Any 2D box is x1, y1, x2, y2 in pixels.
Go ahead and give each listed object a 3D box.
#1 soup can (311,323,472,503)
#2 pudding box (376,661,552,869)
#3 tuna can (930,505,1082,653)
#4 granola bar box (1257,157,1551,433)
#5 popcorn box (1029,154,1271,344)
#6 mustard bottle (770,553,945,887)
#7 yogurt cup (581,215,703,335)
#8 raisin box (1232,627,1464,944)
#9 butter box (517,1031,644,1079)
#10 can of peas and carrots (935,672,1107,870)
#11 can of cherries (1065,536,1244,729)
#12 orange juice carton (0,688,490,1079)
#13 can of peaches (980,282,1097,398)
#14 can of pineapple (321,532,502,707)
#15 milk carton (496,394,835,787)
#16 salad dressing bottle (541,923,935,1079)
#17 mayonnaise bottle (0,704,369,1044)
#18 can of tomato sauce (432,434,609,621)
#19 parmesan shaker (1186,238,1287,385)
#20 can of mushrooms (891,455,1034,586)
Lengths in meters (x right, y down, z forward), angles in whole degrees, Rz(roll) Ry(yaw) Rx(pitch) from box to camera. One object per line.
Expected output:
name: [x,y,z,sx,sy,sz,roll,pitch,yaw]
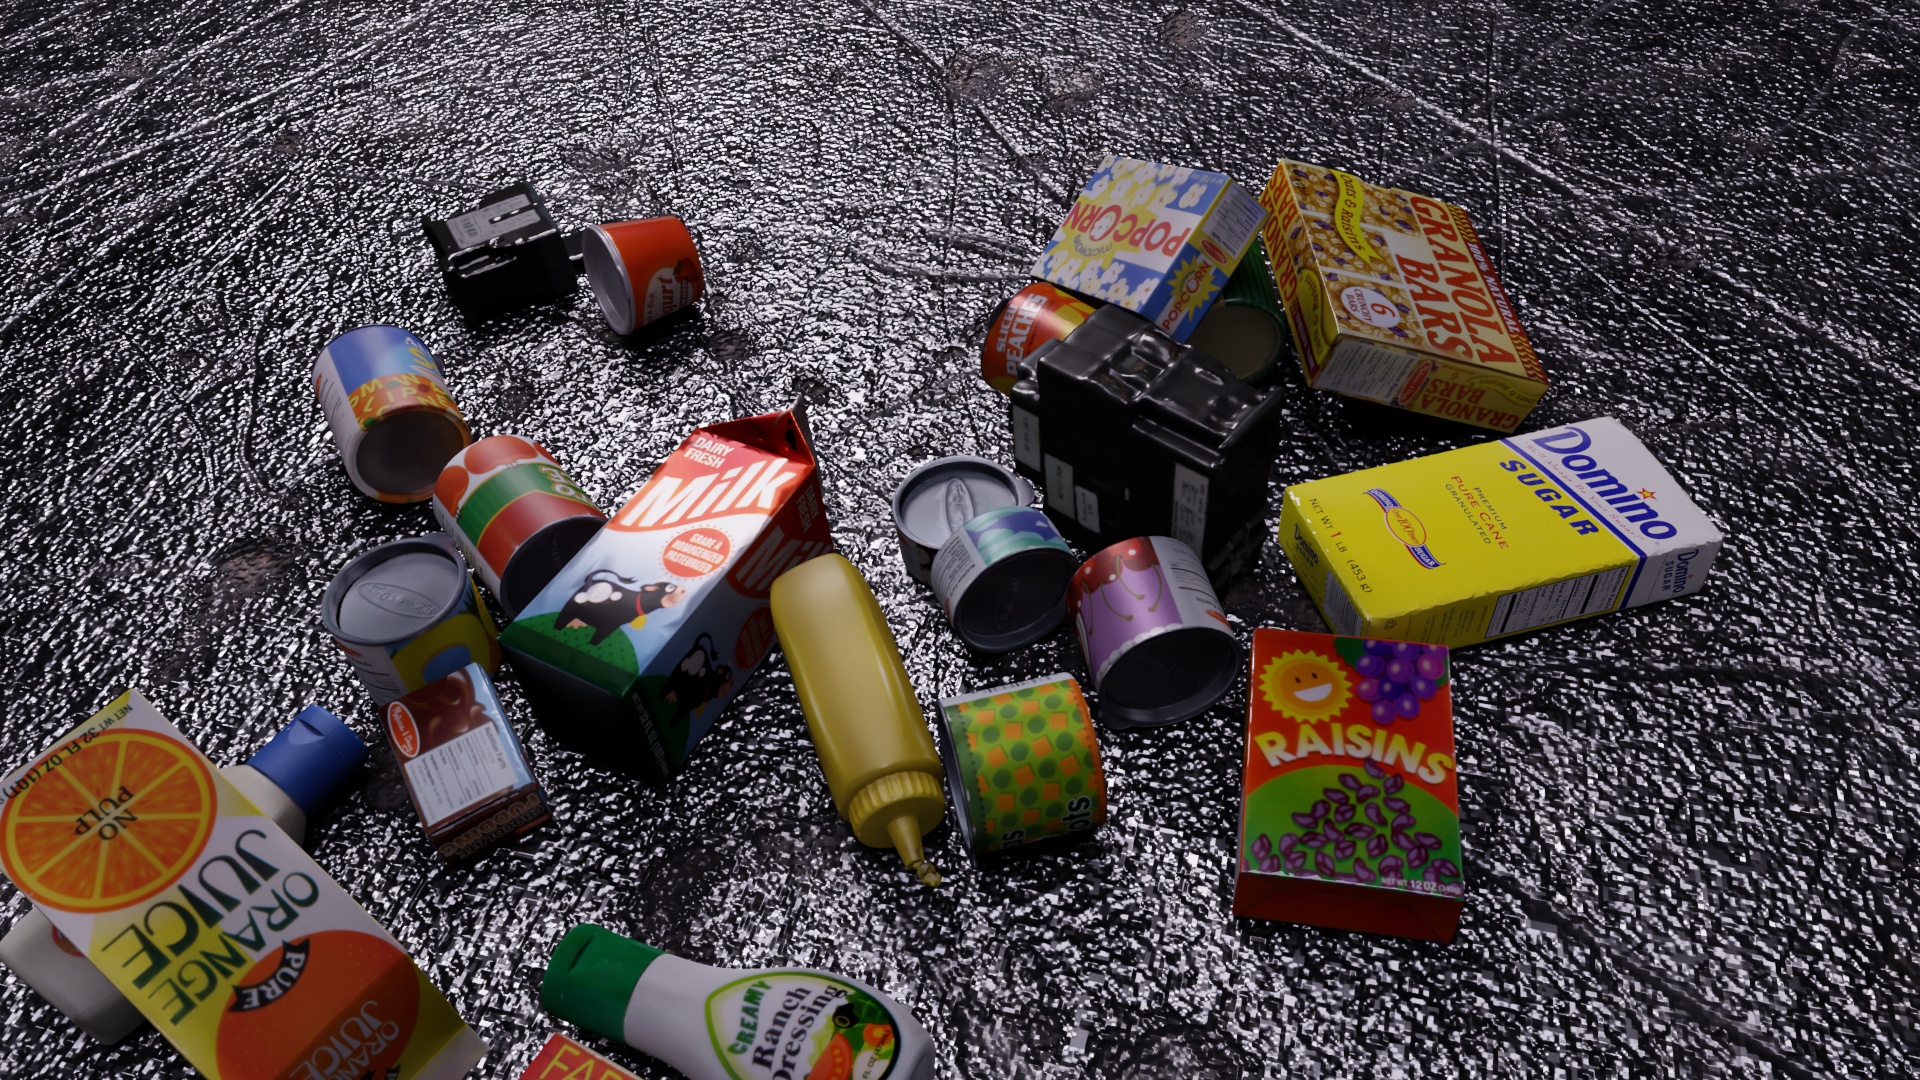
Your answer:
soup can: [-0.311,-0.071,0.766,0.071,0.071,0.084,-26,50,-18]
pudding box: [-0.221,0.099,0.620,0.050,0.030,0.084,-27,50,-18]
tuna can: [0.024,0.018,0.649,0.071,0.070,0.033,-19,47,-12]
granola bar box: [0.239,-0.139,0.767,0.124,0.038,0.166,11,45,-13]
popcorn box: [0.100,-0.161,0.761,0.085,0.038,0.127,-57,31,3]
mustard bottle: [-0.040,0.080,0.598,0.049,0.065,0.161,-24,51,0]
yogurt cup: [-0.192,-0.165,0.846,0.054,0.072,0.072,-23,48,-26]
raisin box: [0.160,0.098,0.577,0.086,0.039,0.124,4,48,11]
butter box: [-0.119,0.223,0.495,0.103,0.024,0.053,20,51,22]
can of peas and carrots: [0.025,0.095,0.576,0.059,0.070,0.071,-12,47,-6]
can of cherries: [0.083,0.042,0.621,0.071,0.071,0.059,-12,47,-6]
orange juice carton: [-0.271,0.153,0.521,0.193,0.072,0.072,40,58,7]
can of peaches: [0.053,-0.099,0.754,0.071,0.071,0.058,-37,55,-26]
can of pineapple: [-0.257,0.041,0.659,0.071,0.057,0.071,-3,47,3]
milk carton: [-0.121,0.014,0.662,0.073,0.072,0.191,19,51,23]
salad dressing bottle: [-0.085,0.183,0.517,0.148,0.043,0.064,13,45,18]
mayonnaise bottle: [-0.320,0.134,0.588,0.065,0.041,0.149,26,54,20]
can of tomato sauce: [-0.214,-0.007,0.694,0.071,0.070,0.083,-32,51,-23]
parmesan shaker: [0.142,-0.139,0.789,0.071,0.071,0.103,-4,47,2]
can of mushrooms: [0.002,-0.009,0.698,0.071,0.033,0.071,-3,46,3]
